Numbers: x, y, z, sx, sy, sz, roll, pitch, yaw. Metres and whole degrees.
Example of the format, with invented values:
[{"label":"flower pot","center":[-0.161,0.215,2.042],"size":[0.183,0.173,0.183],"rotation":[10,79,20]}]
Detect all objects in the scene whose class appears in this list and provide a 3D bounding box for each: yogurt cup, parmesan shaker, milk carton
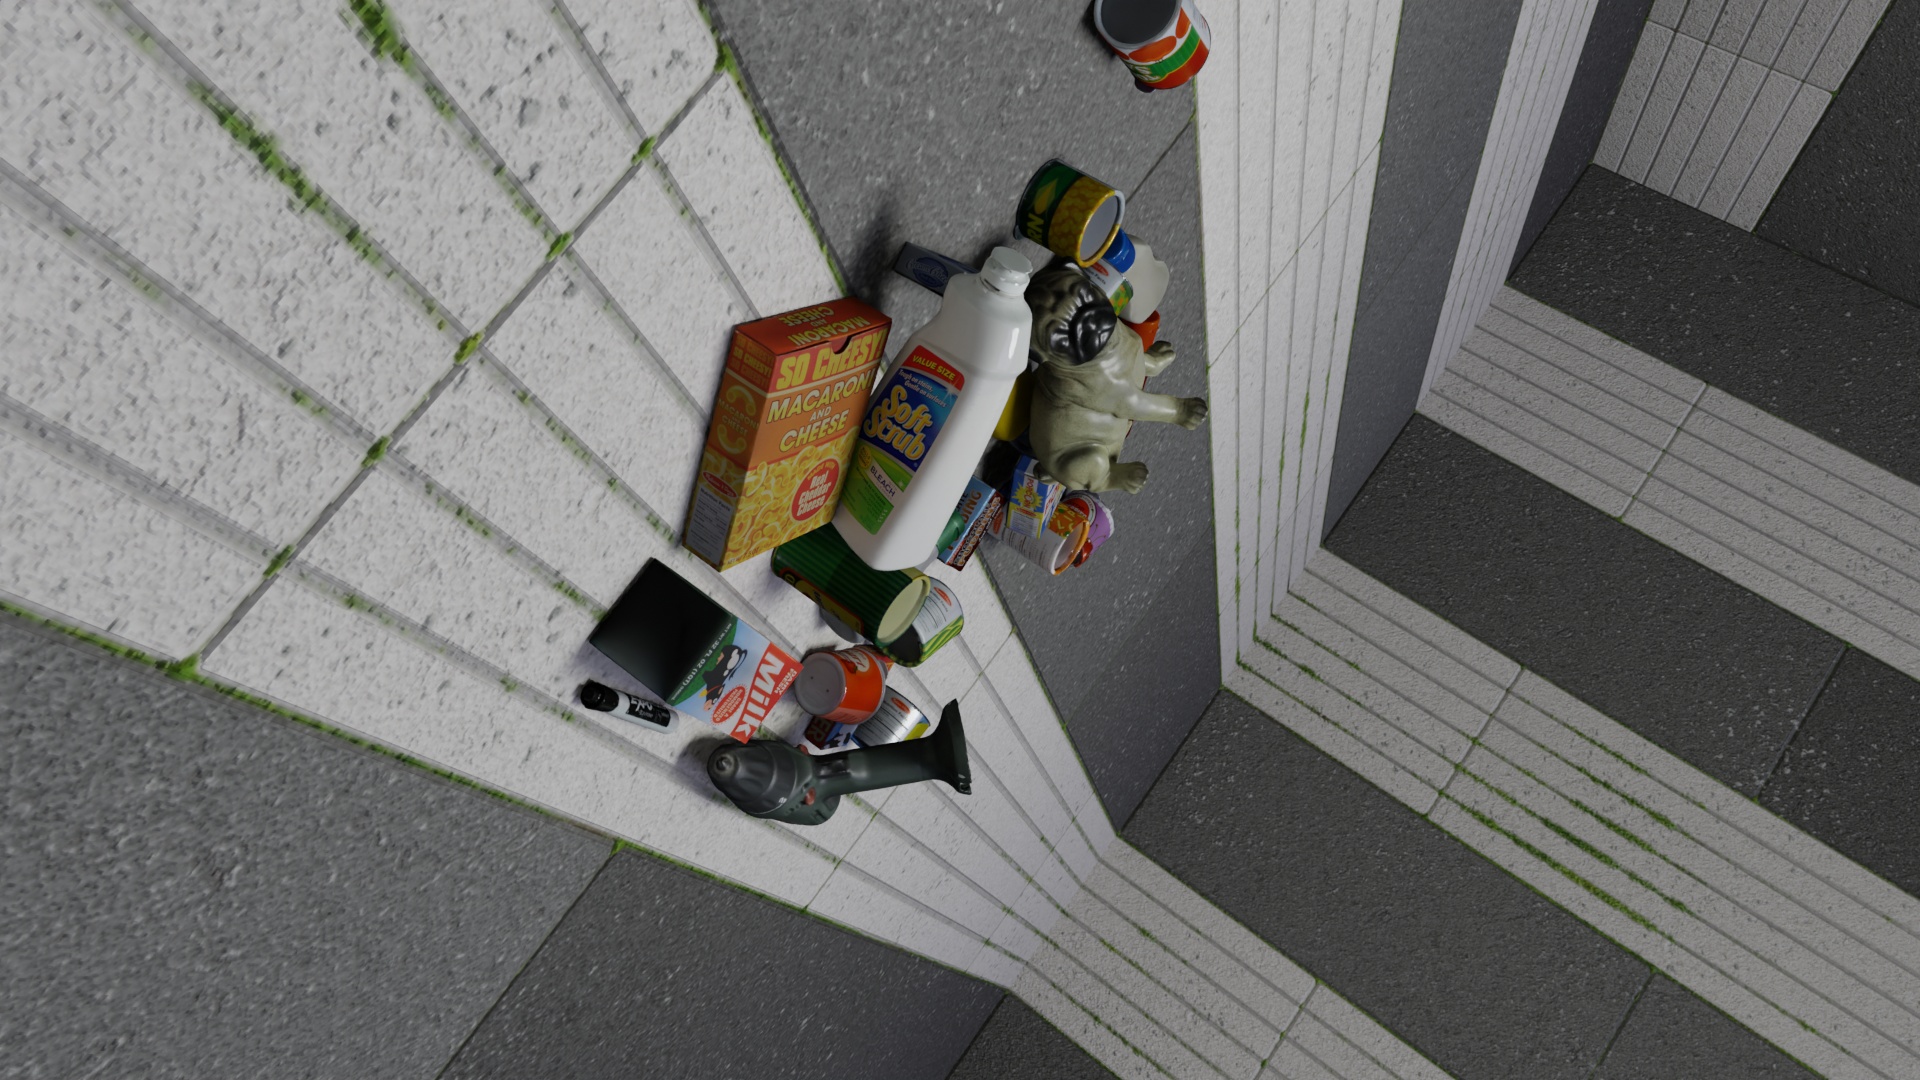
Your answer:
[{"label":"yogurt cup","center":[-0.107,0.125,1.199],"size":[0.072,0.072,0.054],"rotation":[-60,151,9]},{"label":"parmesan shaker","center":[-0.083,0.026,1.048],"size":[0.071,0.103,0.071],"rotation":[-45,156,-26]},{"label":"milk carton","center":[-0.174,0.086,0.978],"size":[0.072,0.073,0.190],"rotation":[-54,159,-7]}]

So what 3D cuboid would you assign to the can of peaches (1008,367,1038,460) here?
[{"label":"can of peaches","center":[0.076,-0.112,1.245],"size":[0.058,0.071,0.071],"rotation":[-48,158,-24]}]

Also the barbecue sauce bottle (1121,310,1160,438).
[{"label":"barbecue sauce bottle","center":[0.165,-0.167,1.401],"size":[0.065,0.044,0.147],"rotation":[-37,151,-42]}]

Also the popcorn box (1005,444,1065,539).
[{"label":"popcorn box","center":[0.084,-0.075,1.318],"size":[0.084,0.038,0.127],"rotation":[95,18,-50]}]

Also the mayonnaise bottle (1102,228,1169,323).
[{"label":"mayonnaise bottle","center":[0.149,-0.246,1.258],"size":[0.064,0.041,0.148],"rotation":[-60,158,3]}]

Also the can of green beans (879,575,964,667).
[{"label":"can of green beans","center":[-0.040,0.074,1.266],"size":[0.058,0.071,0.070],"rotation":[-36,151,-41]}]

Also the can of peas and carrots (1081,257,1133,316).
[{"label":"can of peas and carrots","center":[0.103,-0.204,1.180],"size":[0.059,0.071,0.070],"rotation":[-52,159,-9]}]

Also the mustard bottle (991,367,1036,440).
[{"label":"mustard bottle","center":[0.022,-0.130,1.130],"size":[0.065,0.049,0.160],"rotation":[-61,159,-4]}]

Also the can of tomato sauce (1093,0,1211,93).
[{"label":"can of tomato sauce","center":[0.139,-0.374,1.014],"size":[0.071,0.071,0.083],"rotation":[-60,158,10]}]

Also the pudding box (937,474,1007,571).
[{"label":"pudding box","center":[0.005,-0.016,1.284],"size":[0.083,0.030,0.049],"rotation":[-57,159,0]}]

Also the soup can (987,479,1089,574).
[{"label":"soup can","center":[0.077,-0.016,1.369],"size":[0.071,0.084,0.071],"rotation":[-46,157,-27]}]

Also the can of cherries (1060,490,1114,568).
[{"label":"can of cherries","center":[0.123,-0.014,1.498],"size":[0.059,0.071,0.071],"rotation":[-41,154,-32]}]

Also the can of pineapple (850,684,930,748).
[{"label":"can of pineapple","center":[-0.072,0.181,1.351],"size":[0.058,0.071,0.070],"rotation":[-50,158,-16]}]

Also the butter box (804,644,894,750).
[{"label":"butter box","center":[-0.101,0.144,1.291],"size":[0.103,0.024,0.053],"rotation":[-60,160,9]}]

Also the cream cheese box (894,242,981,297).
[{"label":"cream cheese box","center":[0.000,-0.185,0.997],"size":[0.024,0.053,0.104],"rotation":[-64,158,12]}]

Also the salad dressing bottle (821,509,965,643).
[{"label":"salad dressing bottle","center":[-0.055,0.024,1.191],"size":[0.148,0.044,0.064],"rotation":[-45,155,-28]}]

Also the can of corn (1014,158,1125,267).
[{"label":"can of corn","center":[0.085,-0.252,1.081],"size":[0.071,0.058,0.070],"rotation":[-46,156,-27]}]

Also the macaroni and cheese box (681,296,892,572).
[{"label":"macaroni and cheese box","center":[-0.114,-0.072,0.927],"size":[0.124,0.040,0.165],"rotation":[-29,146,-52]}]
